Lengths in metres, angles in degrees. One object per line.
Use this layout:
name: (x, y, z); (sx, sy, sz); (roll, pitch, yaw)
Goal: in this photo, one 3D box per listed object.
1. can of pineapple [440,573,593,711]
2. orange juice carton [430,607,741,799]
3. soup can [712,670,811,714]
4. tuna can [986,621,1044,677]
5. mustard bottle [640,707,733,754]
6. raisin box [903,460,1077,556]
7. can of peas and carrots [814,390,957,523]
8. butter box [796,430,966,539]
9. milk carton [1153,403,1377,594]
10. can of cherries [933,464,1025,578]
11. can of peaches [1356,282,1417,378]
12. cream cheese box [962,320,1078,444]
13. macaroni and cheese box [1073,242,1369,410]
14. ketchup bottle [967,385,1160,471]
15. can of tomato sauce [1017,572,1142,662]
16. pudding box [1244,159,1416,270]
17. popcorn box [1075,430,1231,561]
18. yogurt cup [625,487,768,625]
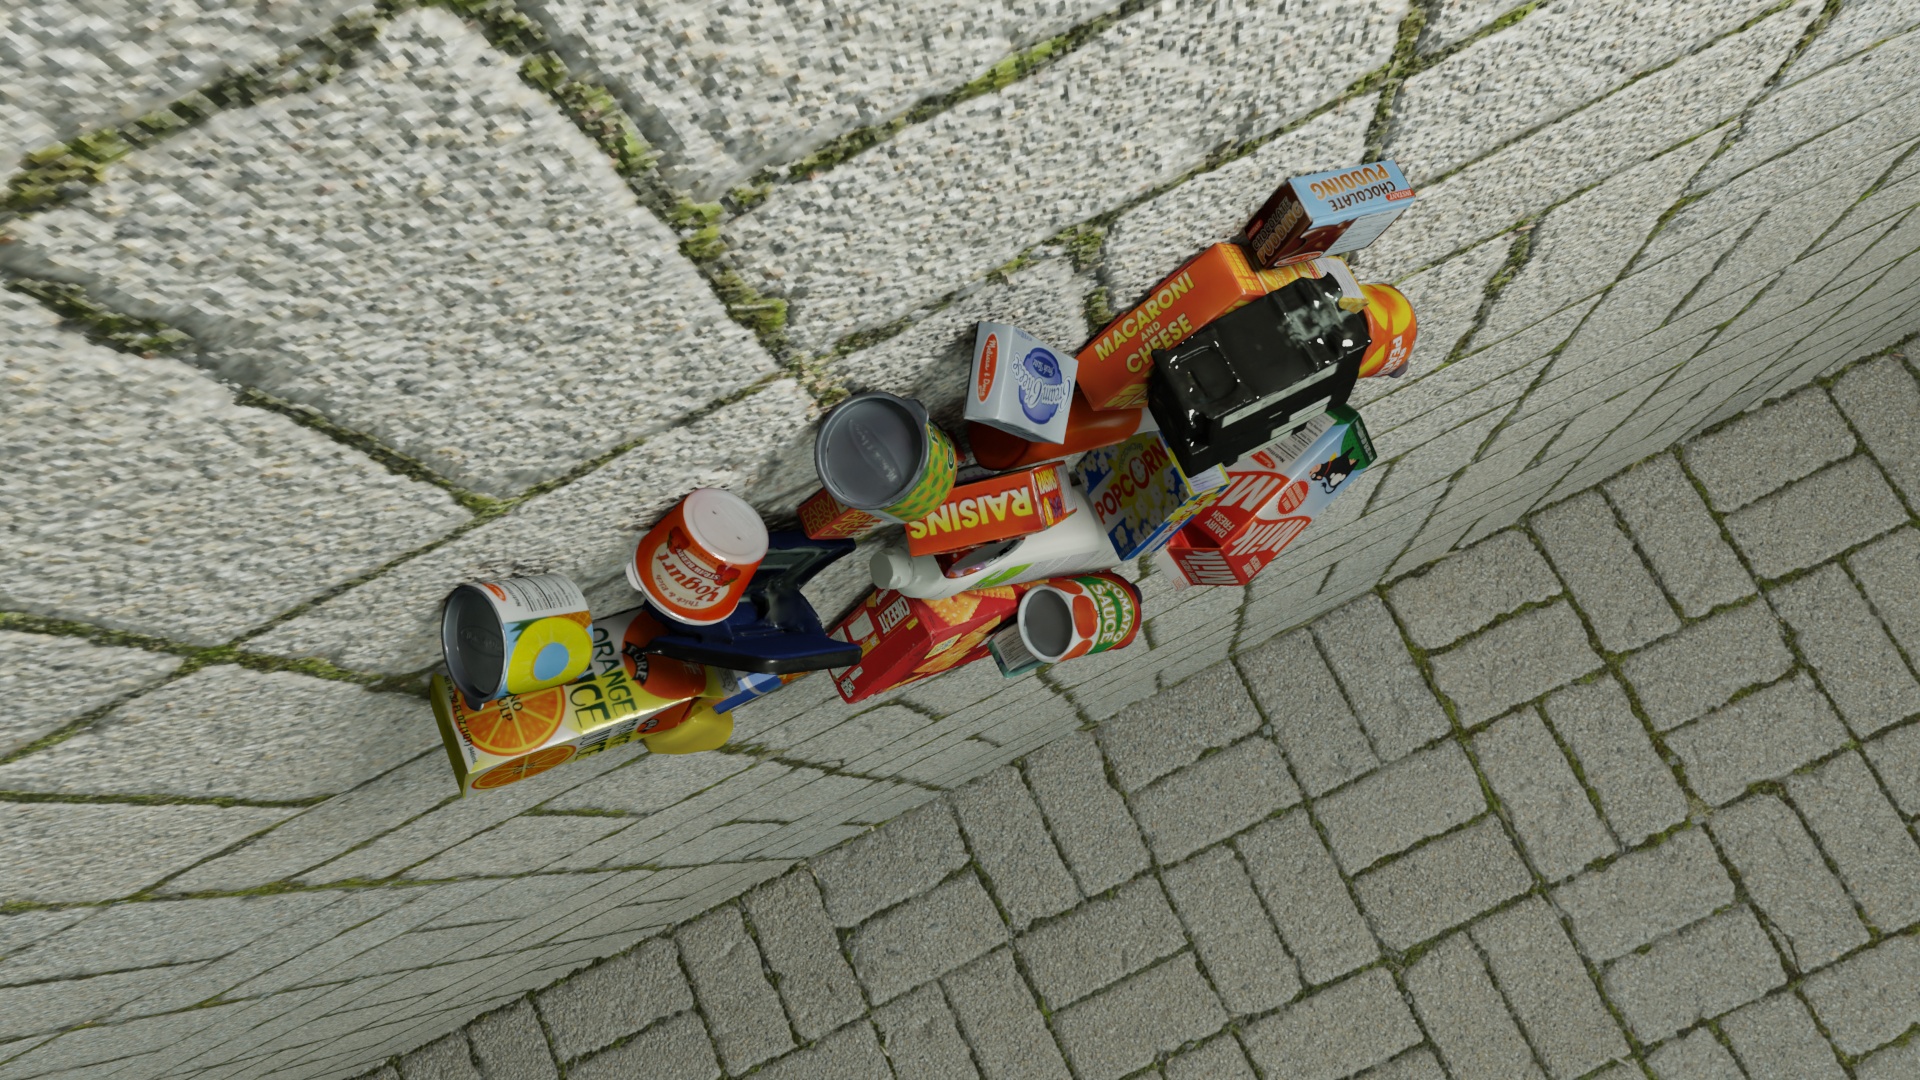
can of pineapple: (-0.250, 0.055, 0.782); (0.058, 0.071, 0.070); (-8, 158, -49)
orange juice carton: (-0.249, 0.101, 0.937); (0.193, 0.072, 0.072); (-17, 164, -27)
soup can: (-0.155, 0.083, 1.039); (0.084, 0.071, 0.071); (-24, 165, -5)
tuna can: (0.059, 0.090, 1.202); (0.071, 0.033, 0.071); (-26, 165, -8)
mustard bottle: (-0.232, 0.158, 1.209); (0.065, 0.049, 0.160); (-25, 166, 2)
raisin box: (0.020, -0.021, 0.877); (0.086, 0.040, 0.123); (-12, -177, 14)
can of peas and carrots: (-0.039, -0.047, 0.779); (0.071, 0.071, 0.058); (-28, 166, 11)
butter box: (-0.051, -0.035, 0.883); (0.103, 0.024, 0.053); (-33, 164, 28)
milk carton: (0.233, -0.036, 1.107); (0.190, 0.073, 0.072); (-44, 142, -1)
can of cherries: (0.004, -0.012, 0.982); (0.071, 0.058, 0.071); (-24, 166, -6)
can of peaches: (0.269, -0.141, 0.948); (0.058, 0.071, 0.071); (-10, 159, -42)
cream cheese box: (0.035, -0.087, 0.782); (0.024, 0.053, 0.104); (10, 180, 25)
macaroni and cheese box: (0.163, -0.131, 0.868); (0.167, 0.040, 0.123); (-8, 157, -50)
ketchup bottle: (0.079, -0.079, 0.900); (0.149, 0.043, 0.064); (-14, 176, -37)
can of tomato sauce: (0.100, 0.063, 1.148); (0.083, 0.071, 0.071); (-7, 157, -43)
pudding box: (0.208, -0.183, 0.780); (0.084, 0.030, 0.049); (-18, 165, -27)
popcorn box: (0.140, -0.048, 1.031); (0.038, 0.085, 0.126); (-17, 164, -25)
yogurt cup: (-0.146, 0.007, 0.796); (0.072, 0.072, 0.053); (-8, 150, -48)
